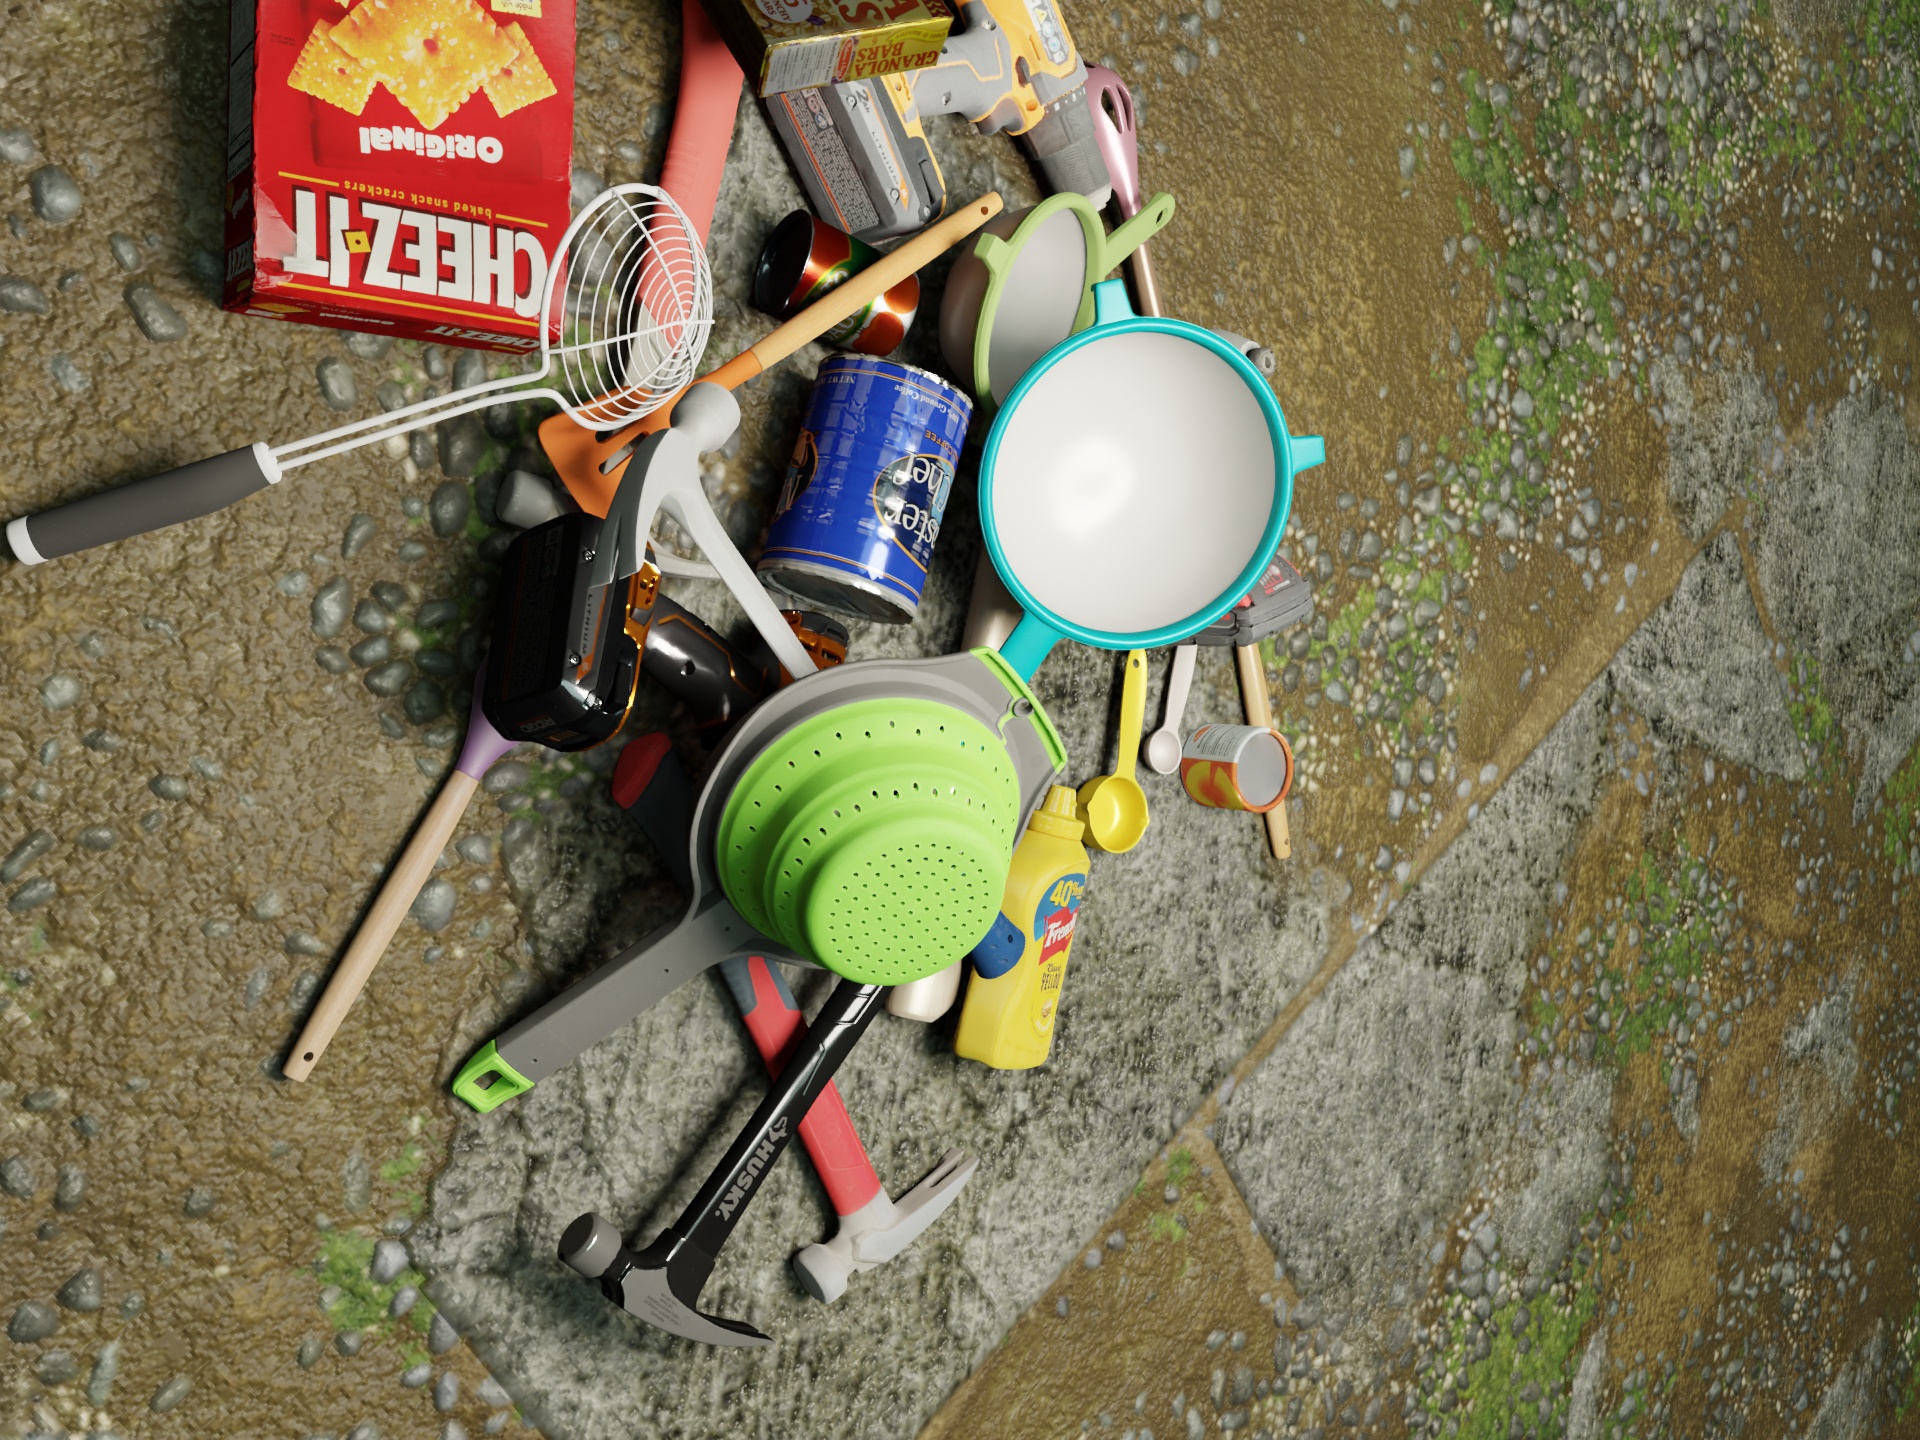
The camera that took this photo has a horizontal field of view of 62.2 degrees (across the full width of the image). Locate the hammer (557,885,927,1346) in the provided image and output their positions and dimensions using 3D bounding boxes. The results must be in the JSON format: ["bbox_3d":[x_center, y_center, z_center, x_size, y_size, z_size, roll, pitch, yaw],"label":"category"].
[{"bbox_3d":[-0.092,0.222,0.980,0.146,0.035,0.335,48,64,-28],"label":"hammer"}]

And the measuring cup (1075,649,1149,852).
[{"bbox_3d":[0.115,0.020,1.174,0.062,0.029,0.156,16,78,-35],"label":"measuring cup"}]

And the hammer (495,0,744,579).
[{"bbox_3d":[-0.164,-0.267,0.948,0.149,0.037,0.359,16,84,-35],"label":"hammer"}]

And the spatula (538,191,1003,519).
[{"bbox_3d":[-0.098,-0.223,0.931,0.322,0.041,0.081,-37,114,-14],"label":"spatula"}]

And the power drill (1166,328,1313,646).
[{"bbox_3d":[0.176,-0.168,1.135,0.078,0.143,0.219,-25,109,-39],"label":"power drill"}]

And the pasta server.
[{"bbox_3d":[0.131,-0.322,1.166,0.060,0.040,0.316,-28,112,-32],"label":"pasta server"}]

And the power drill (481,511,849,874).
[{"bbox_3d":[-0.154,-0.008,0.905,0.226,0.084,0.164,25,59,-46],"label":"power drill"}]

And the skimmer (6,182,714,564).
[{"bbox_3d":[-0.295,-0.168,0.808,0.363,0.090,0.127,-21,143,-9],"label":"skimmer"}]

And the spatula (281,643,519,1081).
[{"bbox_3d":[-0.287,0.054,0.888,0.059,0.018,0.316,37,71,-32],"label":"spatula"}]

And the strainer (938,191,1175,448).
[{"bbox_3d":[0.058,-0.305,1.066,0.256,0.069,0.151,-47,151,-37],"label":"strainer"}]

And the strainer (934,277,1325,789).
[{"bbox_3d":[0.068,-0.106,1.054,0.210,0.095,0.340,32,97,-20],"label":"strainer"}]

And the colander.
[{"bbox_3d":[-0.108,0.122,0.869,0.397,0.095,0.204,-34,128,3],"label":"colander"}]

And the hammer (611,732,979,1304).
[{"bbox_3d":[-0.109,0.176,1.011,0.143,0.038,0.386,-33,111,-31],"label":"hammer"}]

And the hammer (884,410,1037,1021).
[{"bbox_3d":[-0.002,-0.003,1.080,0.146,0.038,0.411,15,84,-34],"label":"hammer"}]

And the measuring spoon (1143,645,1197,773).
[{"bbox_3d":[0.160,-0.018,1.212,0.034,0.018,0.124,26,71,-35],"label":"measuring spoon"}]

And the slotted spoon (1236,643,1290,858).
[{"bbox_3d":[0.231,-0.039,1.252,0.070,0.031,0.313,-21,106,-35],"label":"slotted spoon"}]

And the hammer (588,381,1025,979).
[{"bbox_3d":[-0.071,0.008,0.924,0.405,0.035,0.144,57,38,-30],"label":"hammer"}]

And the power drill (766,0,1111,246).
[{"bbox_3d":[0.002,-0.386,1.039,0.226,0.084,0.185,-42,117,-31],"label":"power drill"}]
